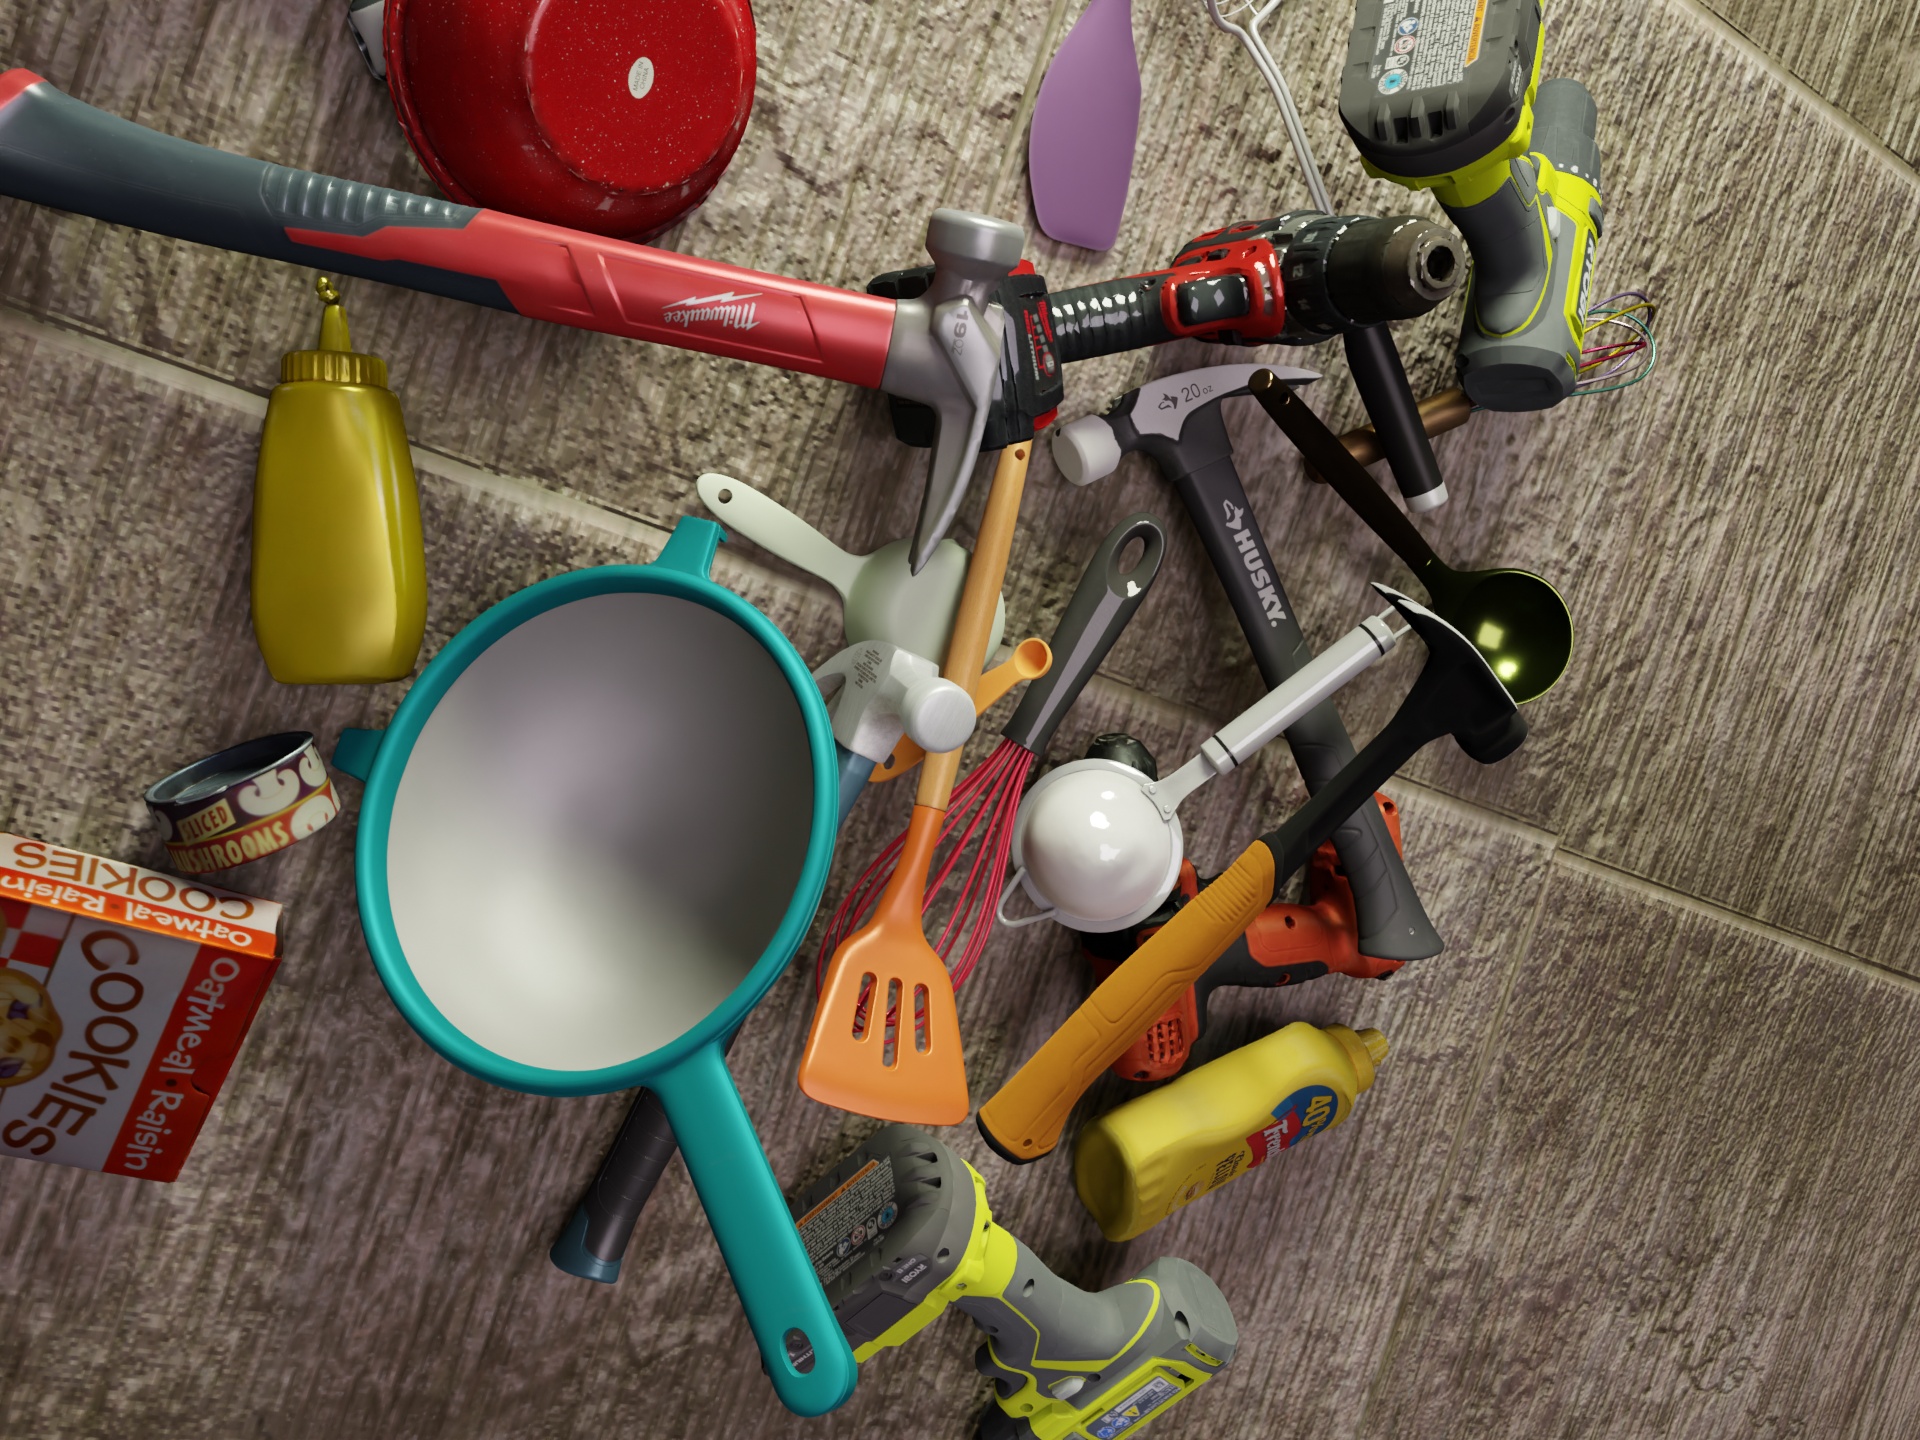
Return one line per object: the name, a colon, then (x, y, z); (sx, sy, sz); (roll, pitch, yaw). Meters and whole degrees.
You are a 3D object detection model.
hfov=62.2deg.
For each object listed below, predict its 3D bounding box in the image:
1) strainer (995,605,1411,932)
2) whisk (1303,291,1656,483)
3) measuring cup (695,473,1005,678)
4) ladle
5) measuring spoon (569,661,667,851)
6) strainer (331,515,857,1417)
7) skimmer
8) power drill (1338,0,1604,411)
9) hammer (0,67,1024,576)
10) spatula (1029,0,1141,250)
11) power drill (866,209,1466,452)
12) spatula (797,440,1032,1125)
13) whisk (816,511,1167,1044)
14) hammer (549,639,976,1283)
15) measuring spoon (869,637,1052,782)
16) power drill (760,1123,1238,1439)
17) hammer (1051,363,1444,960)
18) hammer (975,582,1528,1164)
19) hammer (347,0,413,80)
strainer: (0.119, 0.021, 0.781); (0.258, 0.050, 0.087); (-37, 82, 1)
whisk: (0.297, -0.182, 0.896); (0.245, 0.047, 0.051); (-24, 97, -16)
measuring cup: (-0.049, -0.069, 0.745); (0.167, 0.038, 0.083); (30, 85, -29)
ladle: (0.237, -0.092, 0.822); (0.319, 0.062, 0.078); (31, 91, -46)
measuring spoon: (-0.154, 0.021, 0.719); (0.042, 0.021, 0.128); (16, 91, -27)
strainer: (-0.106, 0.102, 0.633); (0.211, 0.095, 0.341); (-31, 69, 8)
skimmer: (0.200, -0.278, 0.788); (0.127, 0.090, 0.363); (-38, 110, -42)
power drill: (0.272, -0.291, 0.798); (0.228, 0.080, 0.191); (35, 65, -52)
hammer: (-0.177, -0.159, 0.608); (0.386, 0.038, 0.143); (10, 108, -9)
spatula: (0.078, -0.389, 0.763); (0.059, 0.018, 0.316); (6, 97, -28)
power drill: (0.090, -0.184, 0.714); (0.226, 0.188, 0.080); (-17, 107, -18)
spatula: (-0.004, 0.017, 0.723); (0.081, 0.041, 0.323); (16, 81, -21)
whisk: (0.019, 0.028, 0.769); (0.073, 0.073, 0.296); (30, 90, -27)
hammer: (-0.101, 0.113, 0.721); (0.033, 0.128, 0.331); (25, 97, -28)
measuring spoon: (-0.001, -0.002, 0.762); (0.117, 0.021, 0.011); (-35, 152, 24)
power drill: (0.009, 0.310, 0.805); (0.171, 0.080, 0.223); (-43, 119, 17)
hammer: (0.176, -0.025, 0.827); (0.146, 0.035, 0.334); (-27, 96, -20)
hammer: (0.128, 0.087, 0.773); (0.337, 0.034, 0.127); (-46, 128, 5)
hammer: (-0.088, -0.408, 0.671); (0.409, 0.036, 0.149); (-29, 109, -19)
